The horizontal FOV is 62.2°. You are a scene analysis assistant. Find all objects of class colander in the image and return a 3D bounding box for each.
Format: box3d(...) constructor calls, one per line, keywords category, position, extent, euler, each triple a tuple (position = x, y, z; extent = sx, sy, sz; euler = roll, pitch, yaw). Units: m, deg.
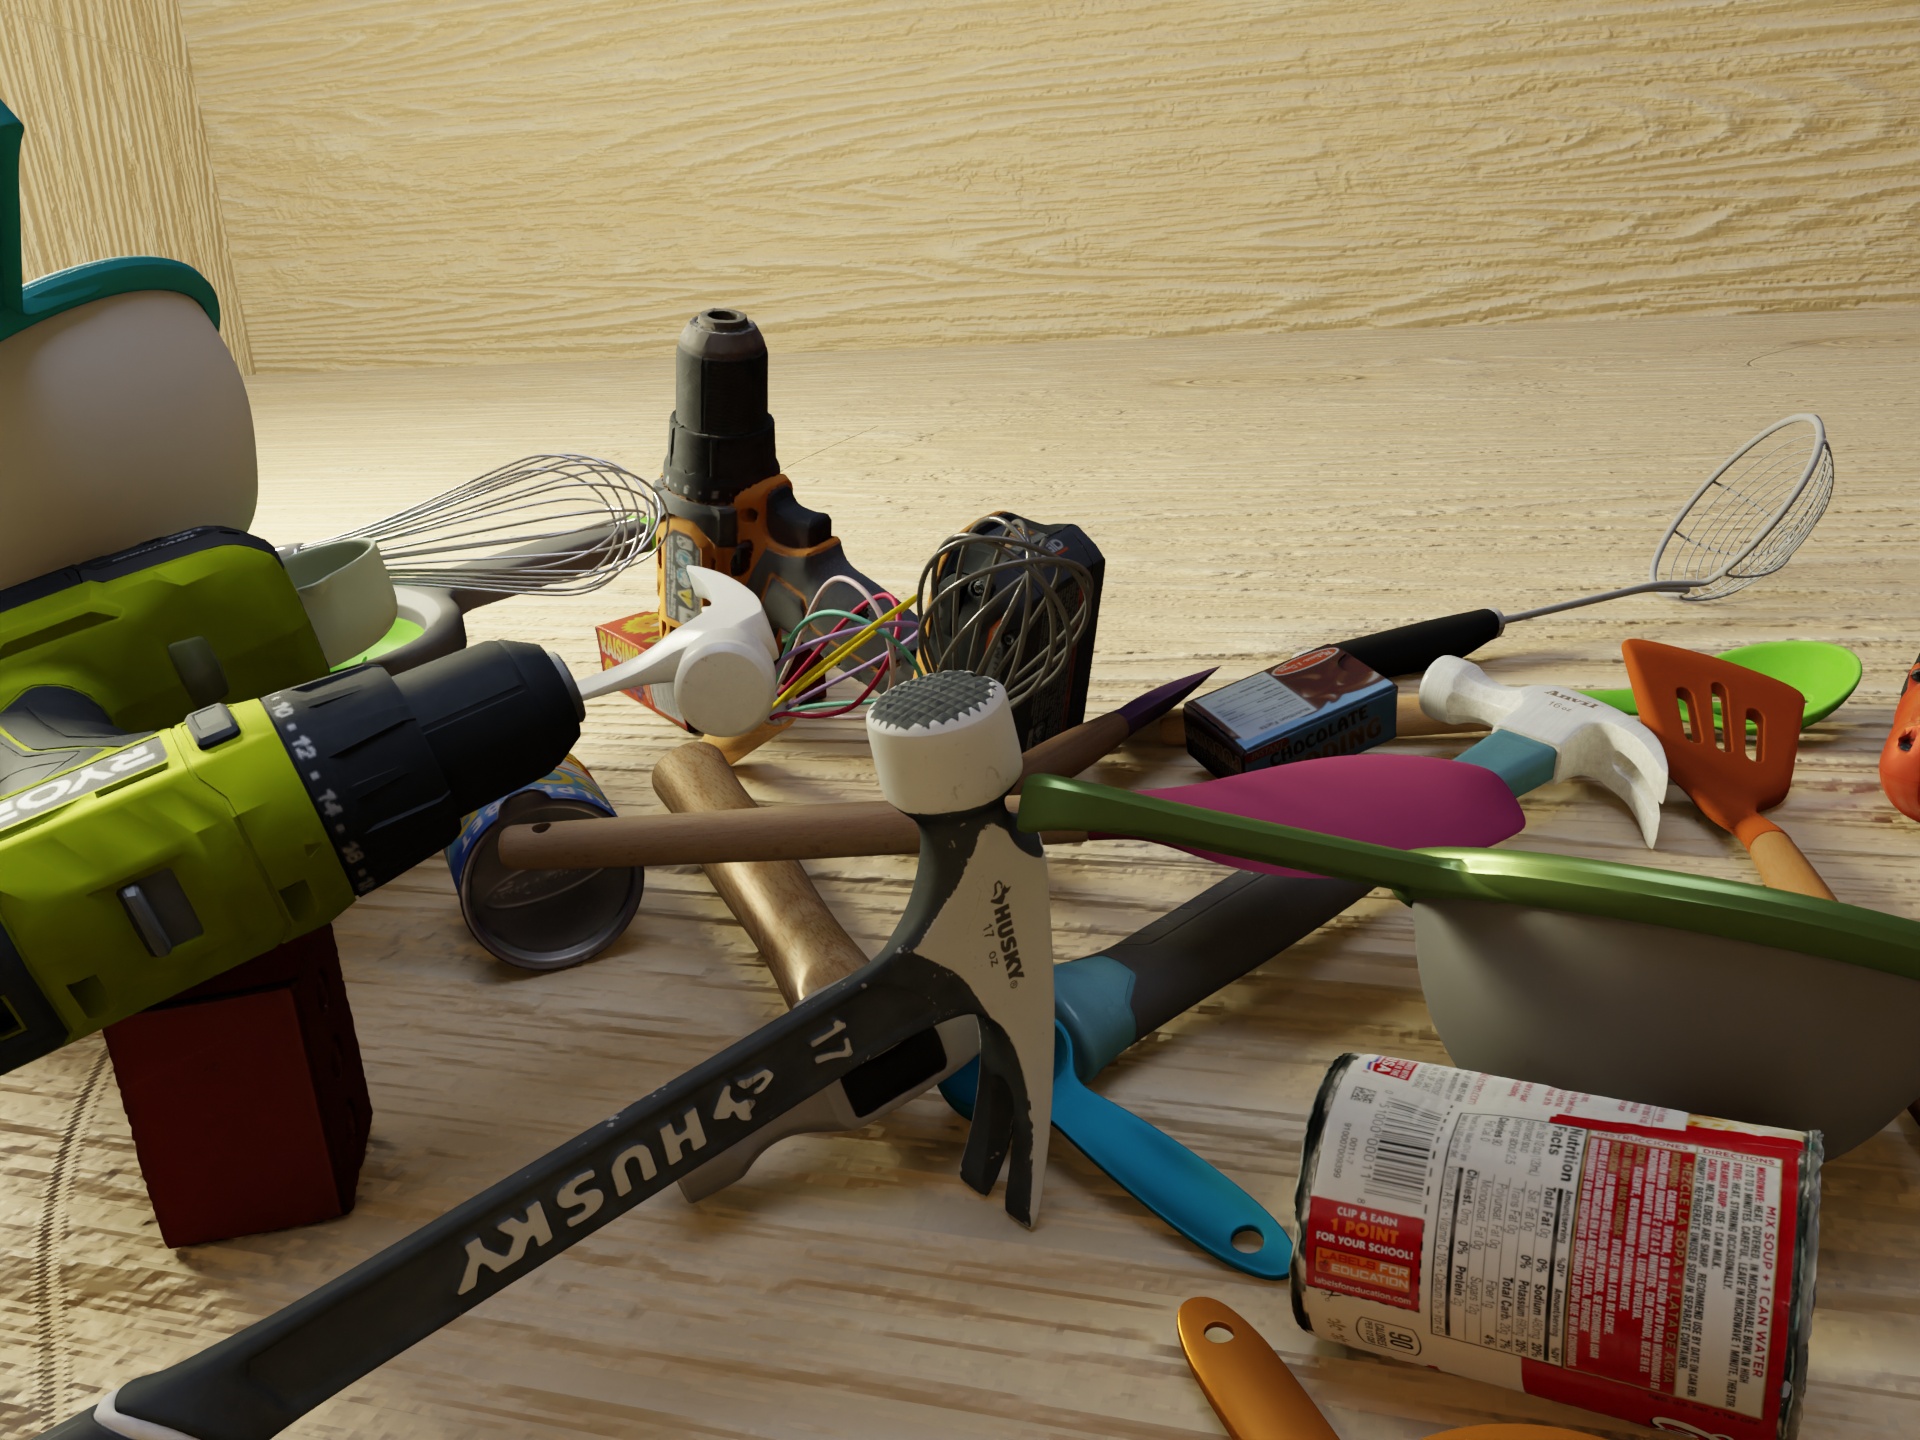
box3d(category="colander", position=(-0.277, -0.018, 0.783), extent=(0.205, 0.094, 0.397), euler=(9, 24, 34))

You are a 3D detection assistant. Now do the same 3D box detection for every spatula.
box3d(category="spatula", position=(0.295, 0.048, 0.557), extent=(0.081, 0.041, 0.323), euler=(18, 23, 4))
box3d(category="spatula", position=(0.055, 0.009, 0.669), extent=(0.060, 0.018, 0.316), euler=(-30, -3, 23))

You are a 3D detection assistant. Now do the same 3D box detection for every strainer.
box3d(category="strainer", position=(-0.320, -0.092, 0.570), extent=(0.211, 0.095, 0.340), euler=(-47, 10, -31))
box3d(category="strainer", position=(0.132, 0.069, 0.399), extent=(0.256, 0.069, 0.151), euler=(13, -8, -12))

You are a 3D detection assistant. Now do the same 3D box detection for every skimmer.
box3d(category="skimmer", position=(0.332, -0.093, 0.882), extent=(0.363, 0.090, 0.127), euler=(-14, -11, -19))

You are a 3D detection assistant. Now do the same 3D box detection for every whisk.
box3d(category="whisk", position=(-0.069, -0.011, 0.675), extent=(0.051, 0.047, 0.245), euler=(28, -21, -15))
box3d(category="whisk", position=(-0.002, -0.001, 0.568), extent=(0.055, 0.055, 0.238), euler=(-9, -23, -15))
box3d(category="whisk", position=(-0.273, -0.075, 0.722), extent=(0.284, 0.070, 0.070), euler=(-9, 19, 2))

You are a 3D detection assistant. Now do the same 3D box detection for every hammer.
box3d(category="hammer", position=(0.147, 0.048, 0.588), extent=(0.331, 0.033, 0.128), euler=(-22, 32, -37))
box3d(category="hammer", position=(-0.135, 0.134, 0.319), extent=(0.409, 0.149, 0.036), euler=(-27, 28, -30))
box3d(category="hammer", position=(-0.070, 0.059, 0.585), extent=(0.130, 0.031, 0.331), euler=(-23, 20, -12))
box3d(category="hammer", position=(-0.261, 0.029, 0.593), extent=(0.405, 0.035, 0.144), euler=(-19, 19, 0))

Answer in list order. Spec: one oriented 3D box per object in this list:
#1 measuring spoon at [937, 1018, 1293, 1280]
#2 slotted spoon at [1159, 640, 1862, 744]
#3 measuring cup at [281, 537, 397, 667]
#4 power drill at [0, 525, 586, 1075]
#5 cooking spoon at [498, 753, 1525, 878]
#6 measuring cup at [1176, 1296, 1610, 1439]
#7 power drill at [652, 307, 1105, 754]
box3d(category="measuring spoon", position=(0.042, 0.122, 0.444), extent=(0.042, 0.021, 0.129), euler=(-33, 40, -28))
box3d(category="slotted spoon", position=(0.251, -0.005, 0.743), extent=(0.314, 0.031, 0.070), euler=(-4, 29, 7))
box3d(category="measuring cup", position=(-0.295, -0.020, 0.611), extent=(0.167, 0.038, 0.083), euler=(-35, 29, -31))
box3d(category="power drill", position=(-0.232, 0.007, 0.481), extent=(0.190, 0.080, 0.229), euler=(-27, 29, -23))
box3d(category="cooking spoon", position=(0.014, 0.032, 0.499), extent=(0.319, 0.017, 0.069), euler=(-3, 28, 2))
box3d(category="measuring cup", position=(0.084, 0.146, 0.297), extent=(0.095, 0.052, 0.174), euler=(-11, 22, -18))
box3d(category="power drill", position=(-0.049, -0.078, 0.732), extent=(0.226, 0.185, 0.084), euler=(23, 35, 27))
